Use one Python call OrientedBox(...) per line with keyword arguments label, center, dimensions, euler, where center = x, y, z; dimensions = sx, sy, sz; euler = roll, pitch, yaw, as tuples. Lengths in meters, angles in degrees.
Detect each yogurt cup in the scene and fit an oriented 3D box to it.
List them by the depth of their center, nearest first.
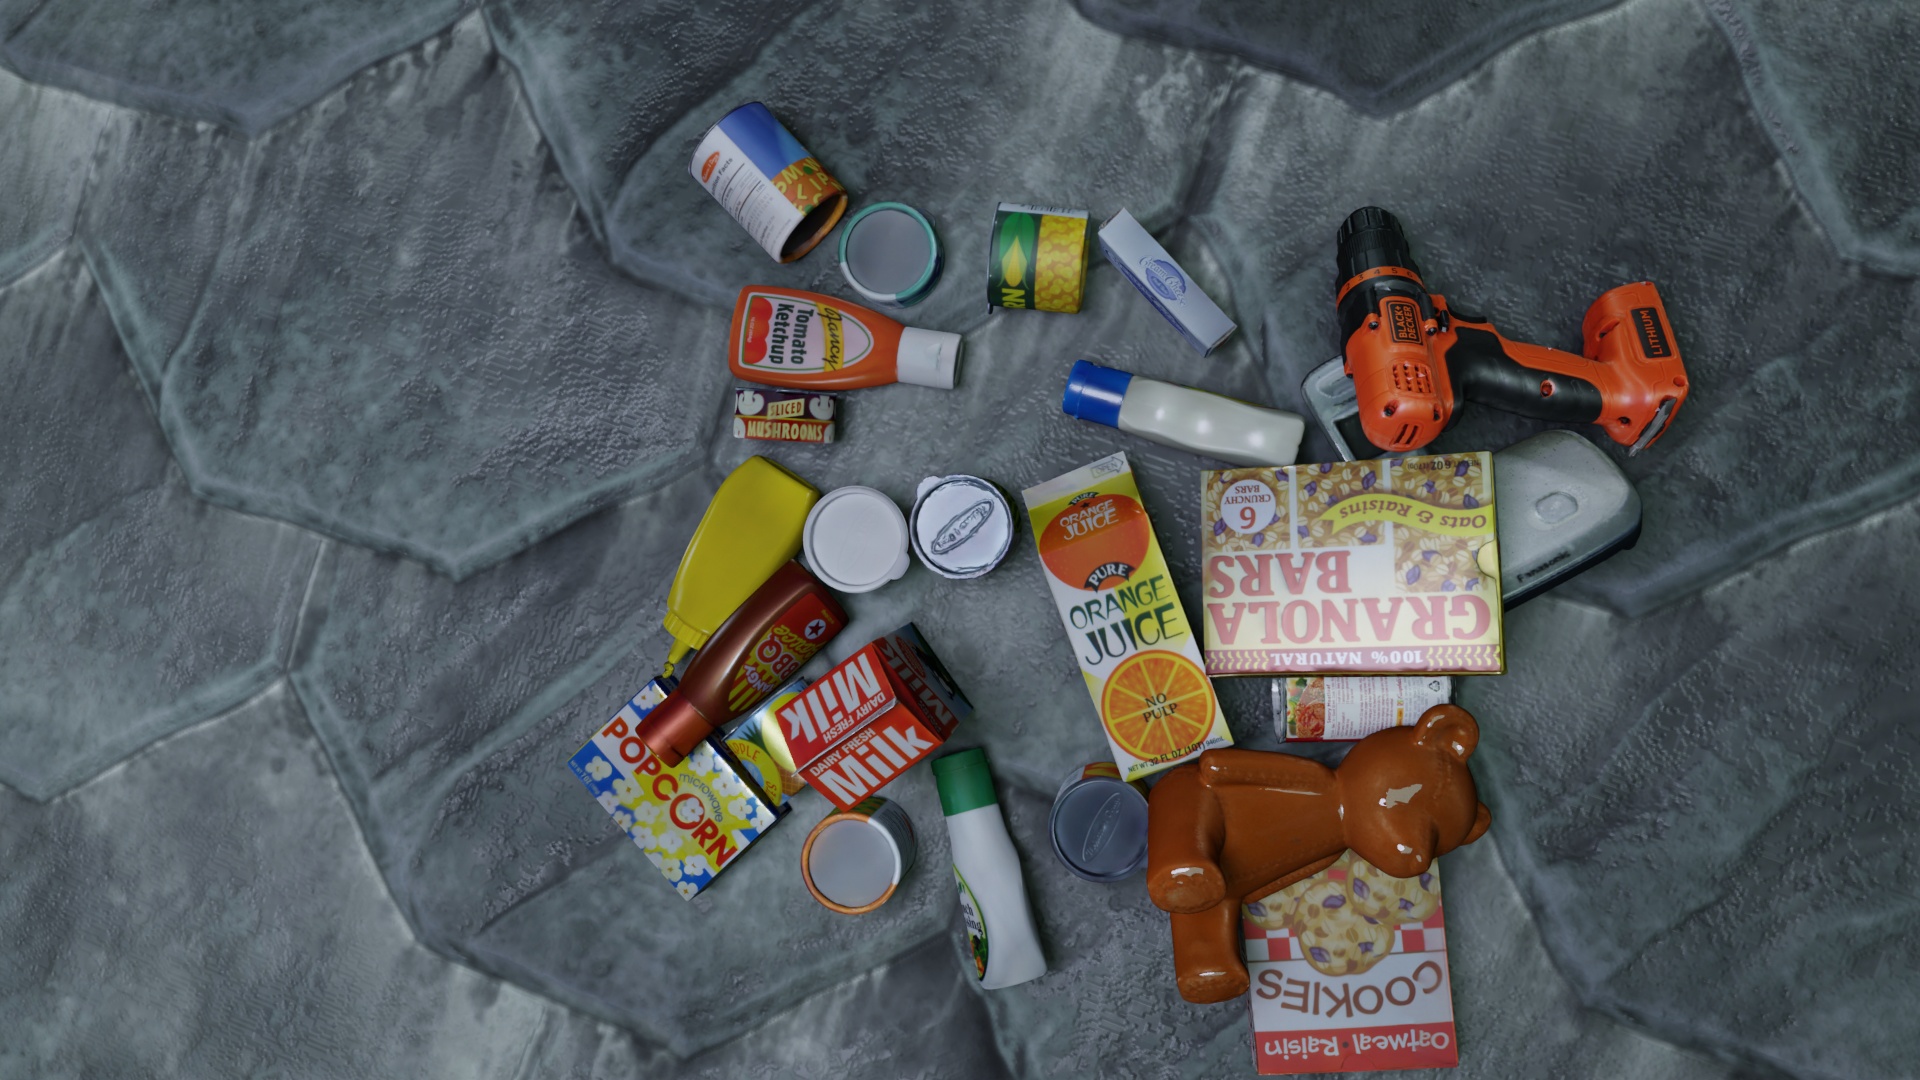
OrientedBox(label="yogurt cup", center=(-0.063, -0.001, 0.903), dimensions=(0.072, 0.054, 0.072), euler=(0, 91, 8))

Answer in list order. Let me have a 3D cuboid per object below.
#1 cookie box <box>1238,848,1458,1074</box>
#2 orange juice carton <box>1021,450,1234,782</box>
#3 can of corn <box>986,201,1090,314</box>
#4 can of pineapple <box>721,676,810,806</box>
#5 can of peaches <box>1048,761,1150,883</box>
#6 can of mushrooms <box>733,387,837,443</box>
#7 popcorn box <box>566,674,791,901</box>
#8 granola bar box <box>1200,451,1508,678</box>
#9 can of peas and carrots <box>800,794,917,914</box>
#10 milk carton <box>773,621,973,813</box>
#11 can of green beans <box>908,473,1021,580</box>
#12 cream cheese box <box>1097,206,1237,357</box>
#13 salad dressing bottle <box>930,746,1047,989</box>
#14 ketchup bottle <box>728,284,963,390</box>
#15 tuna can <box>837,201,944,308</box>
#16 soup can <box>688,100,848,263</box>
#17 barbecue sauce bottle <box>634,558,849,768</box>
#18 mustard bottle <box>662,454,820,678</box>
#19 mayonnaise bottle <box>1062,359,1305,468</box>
OrientedBox(label="cookie box", center=(0.238, 0.244, 0.871), dimensions=(0.123, 0.040, 0.167), euler=(-6, 90, 8))
OrientedBox(label="orange juice carton", center=(0.104, 0.046, 0.871), dimensions=(0.072, 0.073, 0.192), euler=(-21, 87, 8))
OrientedBox(label="can of corn", center=(0.050, -0.176, 0.880), dimensions=(0.058, 0.071, 0.071), euler=(7, 92, 7))
OrientedBox(label="can of pineapple", center=(-0.112, 0.132, 0.904), dimensions=(0.071, 0.071, 0.058), euler=(-40, 86, 7))
OrientedBox(label="can of peaches", center=(0.093, 0.179, 0.882), dimensions=(0.071, 0.058, 0.071), euler=(0, 90, 7))
OrientedBox(label="can of mushrooms", center=(-0.114, -0.081, 0.901), dimensions=(0.071, 0.071, 0.033), euler=(5, 93, 8))
OrientedBox(label="popcorn box", center=(-0.188, 0.164, 0.929), dimensions=(0.085, 0.038, 0.127), euler=(-43, 85, 5))
OrientedBox(label="granola bar box", center=(0.224, 0.017, 0.803), dimensions=(0.165, 0.039, 0.124), euler=(-3, 81, 22))
OrientedBox(label="can of peas and carrots", center=(-0.068, 0.205, 0.903), dimensions=(0.071, 0.059, 0.071), euler=(0, 90, 8))
OrientedBox(label="milk carton", center=(-0.051, 0.104, 0.833), dimensions=(0.072, 0.190, 0.073), euler=(-36, 87, 7))
OrientedBox(label="can of green beans", center=(0.004, -0.009, 0.892), dimensions=(0.071, 0.058, 0.071), euler=(0, 91, 8))
OrientedBox(label="cream cheese box", center=(0.129, -0.161, 0.876), dimensions=(0.024, 0.053, 0.104), euler=(-43, 85, 4))
OrientedBox(label="salad dressing bottle", center=(0.016, 0.209, 0.893), dimensions=(0.044, 0.064, 0.148), euler=(-13, 80, -11))
OrientedBox(label="ketchup bottle", center=(-0.074, -0.127, 0.909), dimensions=(0.149, 0.043, 0.064), euler=(9, 89, 7))
OrientedBox(label="tuna can", center=(-0.044, -0.189, 0.909), dimensions=(0.071, 0.033, 0.071), euler=(0, 91, 8))
OrientedBox(label="soup can", center=(-0.122, -0.233, 0.905), dimensions=(0.071, 0.071, 0.084), euler=(-45, 86, 6))
OrientedBox(label="barbecue sauce bottle", center=(-0.142, 0.082, 0.894), dimensions=(0.149, 0.064, 0.044), euler=(-44, 51, -9))
OrientedBox(label="mustard bottle", center=(-0.155, 0.022, 0.918), dimensions=(0.065, 0.049, 0.160), euler=(34, 95, 6))
OrientedBox(label="mayonnaise bottle", center=(0.140, -0.078, 0.873), dimensions=(0.148, 0.065, 0.041), euler=(17, 94, 11))
